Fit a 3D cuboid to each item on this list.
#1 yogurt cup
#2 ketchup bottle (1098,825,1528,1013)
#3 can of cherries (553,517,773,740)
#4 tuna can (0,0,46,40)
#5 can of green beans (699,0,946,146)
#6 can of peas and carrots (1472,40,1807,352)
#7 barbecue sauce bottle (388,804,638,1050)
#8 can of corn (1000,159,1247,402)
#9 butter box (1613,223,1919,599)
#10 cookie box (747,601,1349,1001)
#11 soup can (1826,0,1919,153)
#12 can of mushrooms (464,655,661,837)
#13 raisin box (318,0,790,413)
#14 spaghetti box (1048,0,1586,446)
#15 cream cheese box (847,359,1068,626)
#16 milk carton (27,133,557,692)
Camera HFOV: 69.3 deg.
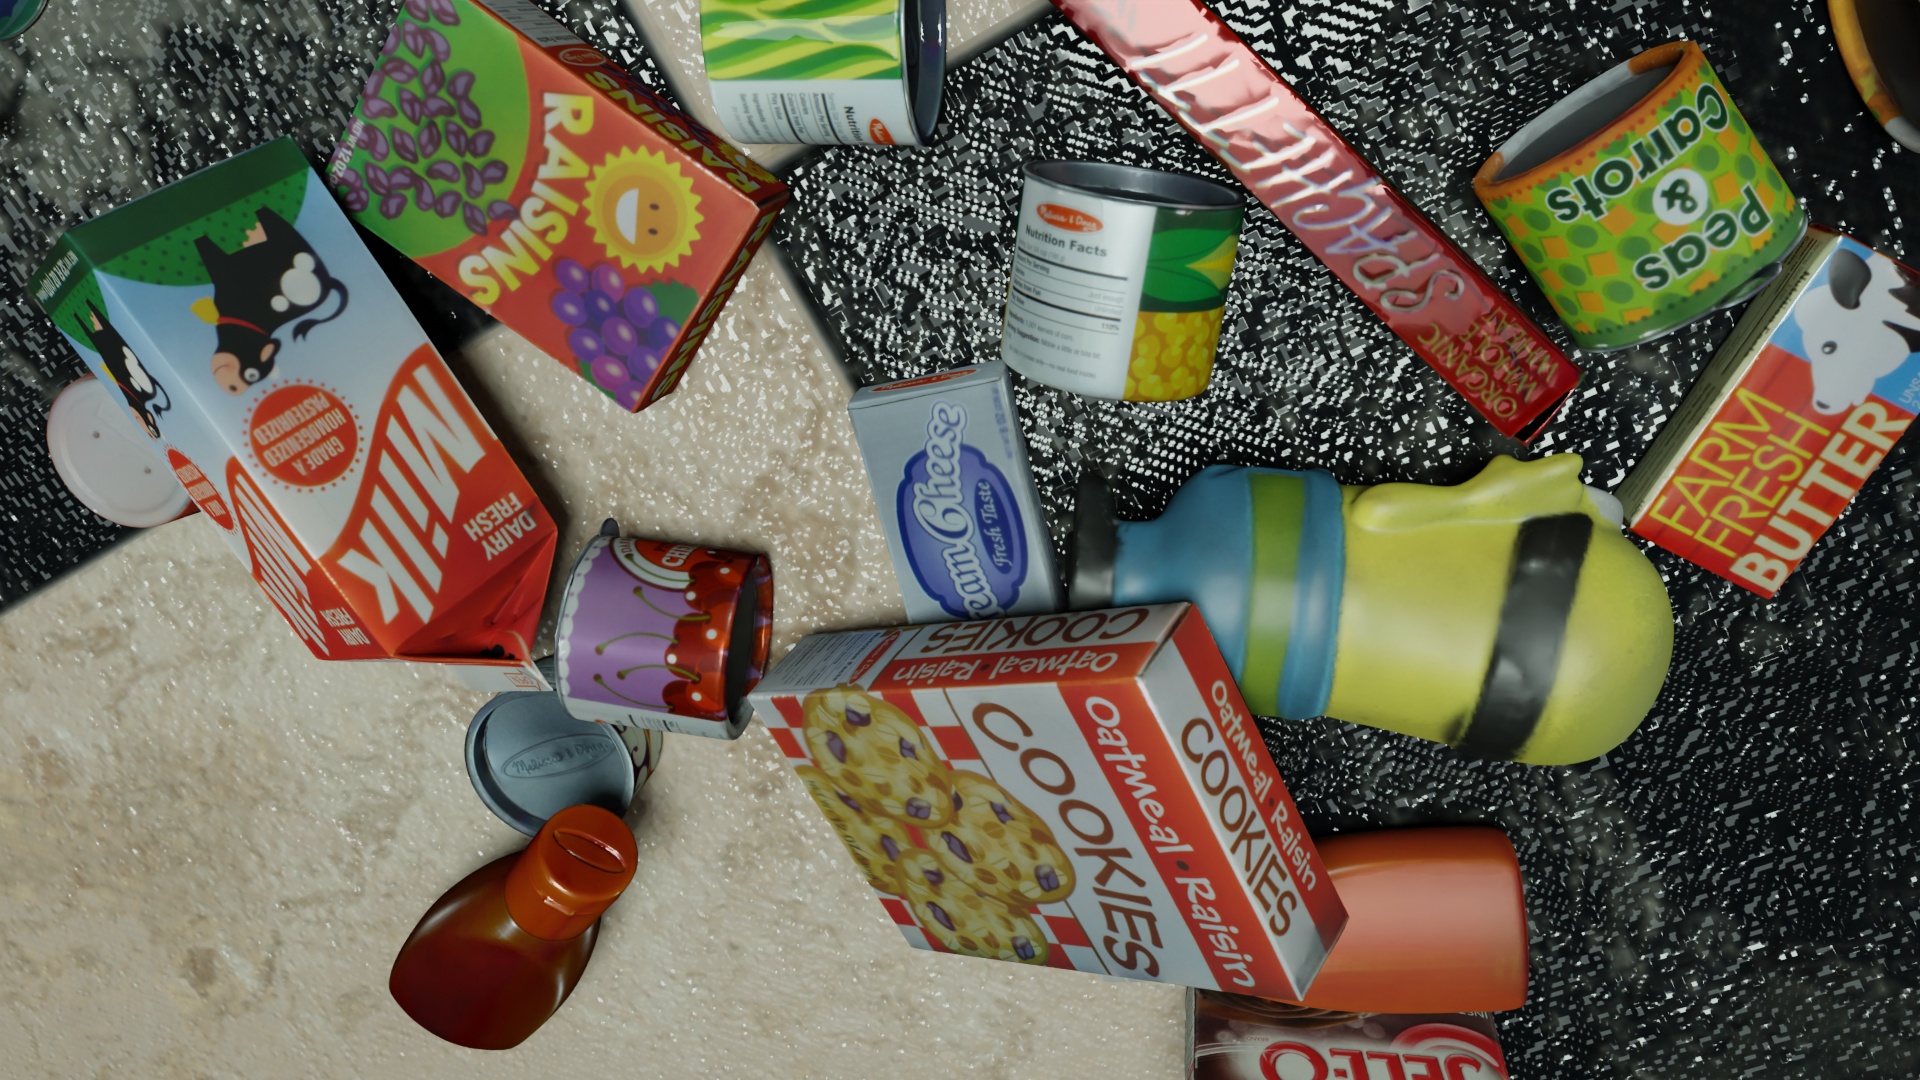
[{"bbox_3d":[-0.279,-0.039,0.492,0.072,0.054,0.072,3,111,7],"label":"yogurt cup"},{"bbox_3d":[0.123,0.138,0.500,0.149,0.044,0.064,-5,104,11],"label":"ketchup bottle"},{"bbox_3d":[-0.101,0.031,0.484,0.058,0.072,0.071,7,112,6],"label":"can of cherries"},{"bbox_3d":[-0.335,-0.198,0.450,0.071,0.033,0.070,3,112,8],"label":"tuna can"},{"bbox_3d":[-0.038,-0.149,0.403,0.058,0.071,0.071,3,112,9],"label":"can of green beans"},{"bbox_3d":[0.187,-0.094,0.385,0.071,0.071,0.058,-35,102,20],"label":"can of peas and carrots"},{"bbox_3d":[-0.167,0.147,0.527,0.065,0.044,0.147,32,132,-13],"label":"barbecue sauce bottle"},{"bbox_3d":[0.049,-0.079,0.418,0.071,0.071,0.058,10,113,5],"label":"can of corn"},{"bbox_3d":[0.252,-0.038,0.422,0.053,0.024,0.103,26,113,-1],"label":"butter box"},{"bbox_3d":[0.024,0.084,0.453,0.167,0.040,0.122,-8,119,43],"label":"cookie box"},{"bbox_3d":[0.278,-0.149,0.352,0.083,0.071,0.071,-23,106,17],"label":"soup can"},{"bbox_3d":[-0.149,0.081,0.528,0.071,0.033,0.070,3,111,8],"label":"can of mushrooms"},{"bbox_3d":[-0.130,-0.111,0.447,0.123,0.040,0.085,35,112,-4],"label":"raisin box"},{"bbox_3d":[0.082,-0.124,0.402,0.250,0.050,0.028,41,113,-8],"label":"spaghetti box"},{"bbox_3d":[0.002,-0.006,0.475,0.053,0.024,0.103,-10,109,13],"label":"cream cheese box"},{"bbox_3d":[-0.204,-0.025,0.457,0.072,0.074,0.190,-6,120,48],"label":"milk carton"}]
